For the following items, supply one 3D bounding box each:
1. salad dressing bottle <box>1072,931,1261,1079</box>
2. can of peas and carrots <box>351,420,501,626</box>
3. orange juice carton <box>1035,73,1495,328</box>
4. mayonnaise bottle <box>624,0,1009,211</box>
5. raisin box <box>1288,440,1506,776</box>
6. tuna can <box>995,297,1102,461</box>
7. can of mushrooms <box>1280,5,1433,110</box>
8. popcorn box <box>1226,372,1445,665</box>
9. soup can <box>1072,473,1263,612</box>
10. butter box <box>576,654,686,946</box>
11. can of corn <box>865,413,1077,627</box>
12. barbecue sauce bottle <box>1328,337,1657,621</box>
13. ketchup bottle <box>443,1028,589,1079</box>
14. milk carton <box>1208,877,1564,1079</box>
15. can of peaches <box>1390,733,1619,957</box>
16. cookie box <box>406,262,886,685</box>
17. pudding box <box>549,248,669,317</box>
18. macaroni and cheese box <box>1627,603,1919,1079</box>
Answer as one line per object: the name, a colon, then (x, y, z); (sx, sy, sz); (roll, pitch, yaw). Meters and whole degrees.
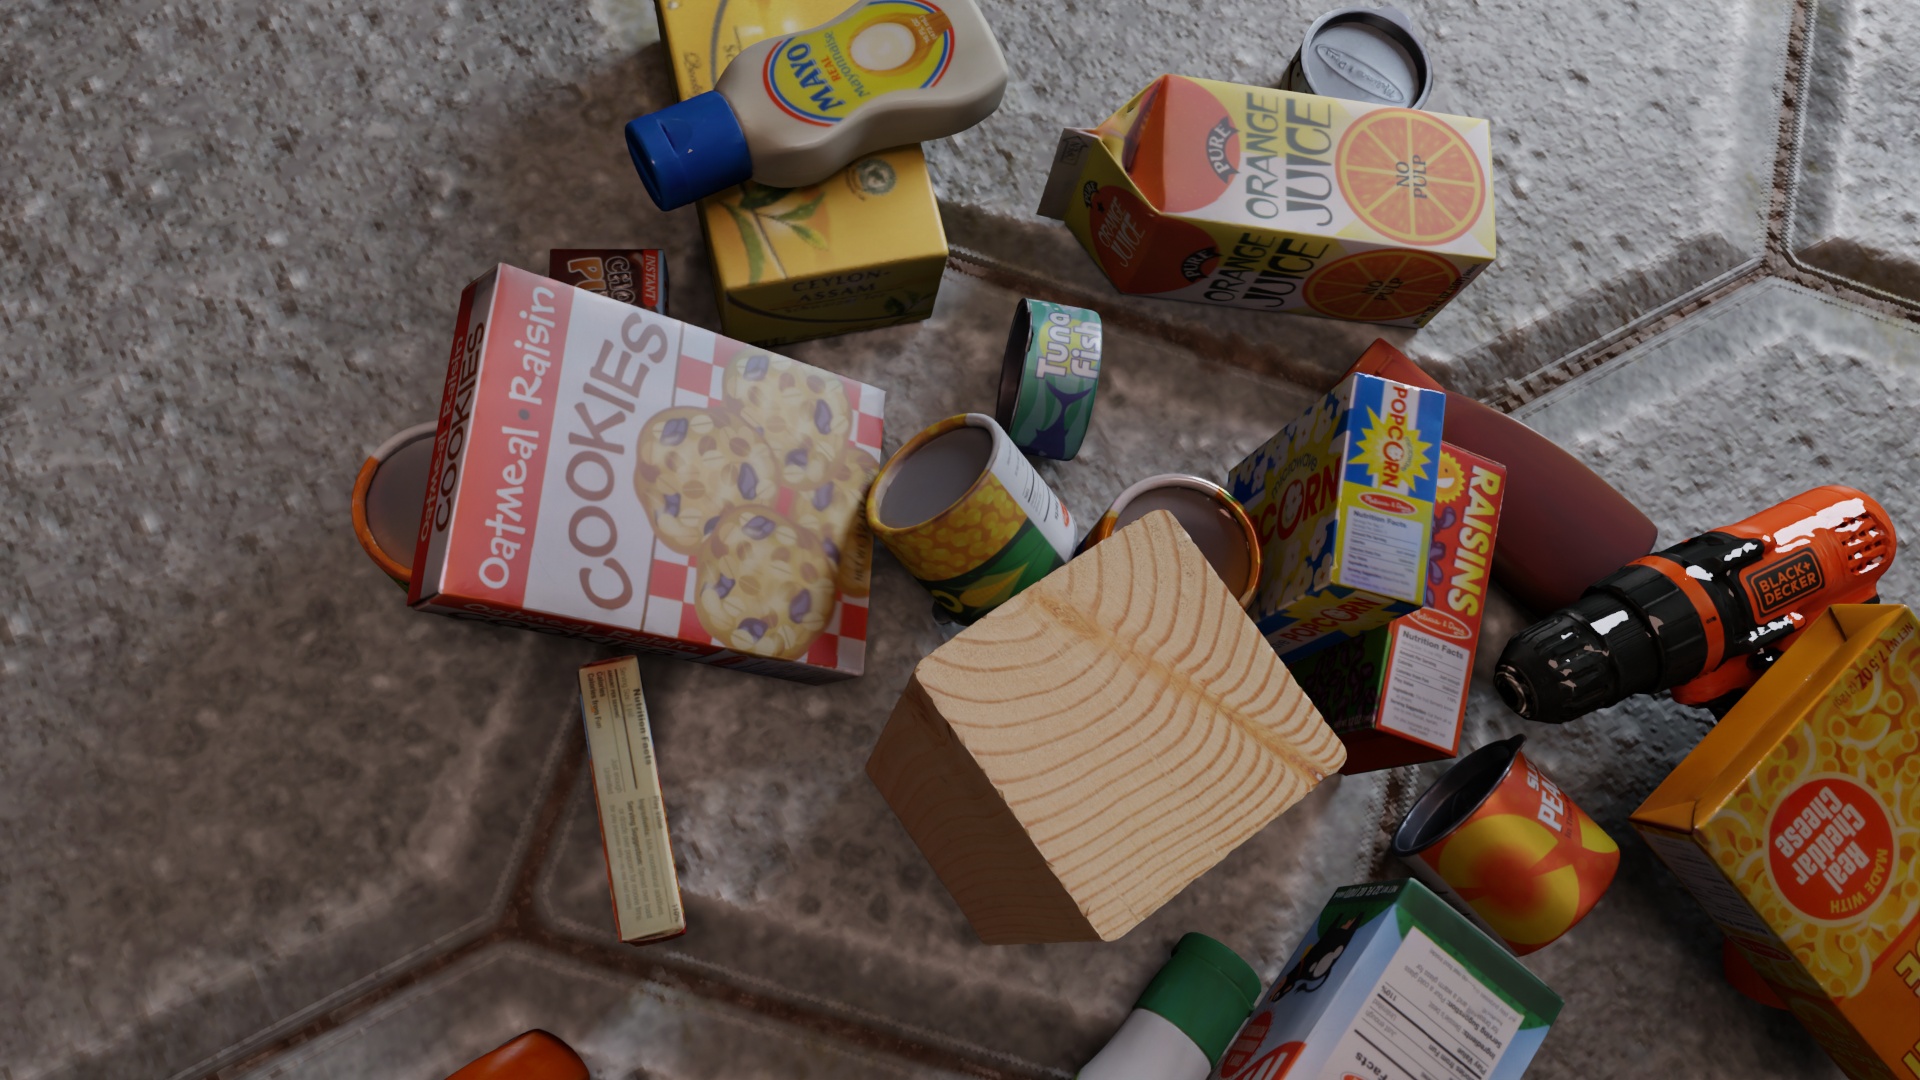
salad dressing bottle: (0.058, 0.214, 0.513); (0.044, 0.064, 0.148); (34, 63, 20)
can of peas and carrots: (-0.195, -0.005, 0.542); (0.071, 0.058, 0.071); (2, 73, -7)
orange juice carton: (0.134, -0.153, 0.627); (0.193, 0.071, 0.073); (6, 72, -7)
mayonnaise bottle: (-0.057, -0.174, 0.551); (0.148, 0.041, 0.065); (-27, 81, -16)
raisin box: (0.174, 0.029, 0.569); (0.040, 0.086, 0.124); (20, 72, -8)
tuna can: (0.037, -0.069, 0.588); (0.033, 0.071, 0.071); (9, 73, -6)
can of mushrooms: (0.193, -0.224, 0.677); (0.071, 0.033, 0.071); (2, 73, -7)
popcorn box: (0.141, -0.003, 0.554); (0.038, 0.126, 0.085); (15, 72, -8)
soup can: (0.079, 0.019, 0.561); (0.071, 0.083, 0.071); (2, 74, -8)
butter box: (-0.124, 0.099, 0.524); (0.024, 0.053, 0.103); (-10, 76, -14)
can of corn: (0.002, -0.007, 0.557); (0.071, 0.071, 0.058); (-53, 125, -18)
barbecue sauce bottle: (0.232, -0.030, 0.618); (0.148, 0.043, 0.065); (42, 74, 6)
ketchup bottle: (-0.154, 0.192, 0.441); (0.043, 0.148, 0.065); (39, 73, 3)
milk carton: (0.130, 0.224, 0.512); (0.073, 0.072, 0.191); (39, 71, 5)
can of peaches: (0.220, 0.122, 0.557); (0.071, 0.071, 0.058); (-43, 84, -17)
cookie box: (-0.112, -0.019, 0.531); (0.167, 0.040, 0.123); (15, 70, -34)
pudding box: (-0.148, -0.080, 0.587); (0.050, 0.030, 0.084); (0, 74, -9)
macaroni and cheese box: (0.352, 0.125, 0.521); (0.124, 0.040, 0.166); (-42, 94, -9)
